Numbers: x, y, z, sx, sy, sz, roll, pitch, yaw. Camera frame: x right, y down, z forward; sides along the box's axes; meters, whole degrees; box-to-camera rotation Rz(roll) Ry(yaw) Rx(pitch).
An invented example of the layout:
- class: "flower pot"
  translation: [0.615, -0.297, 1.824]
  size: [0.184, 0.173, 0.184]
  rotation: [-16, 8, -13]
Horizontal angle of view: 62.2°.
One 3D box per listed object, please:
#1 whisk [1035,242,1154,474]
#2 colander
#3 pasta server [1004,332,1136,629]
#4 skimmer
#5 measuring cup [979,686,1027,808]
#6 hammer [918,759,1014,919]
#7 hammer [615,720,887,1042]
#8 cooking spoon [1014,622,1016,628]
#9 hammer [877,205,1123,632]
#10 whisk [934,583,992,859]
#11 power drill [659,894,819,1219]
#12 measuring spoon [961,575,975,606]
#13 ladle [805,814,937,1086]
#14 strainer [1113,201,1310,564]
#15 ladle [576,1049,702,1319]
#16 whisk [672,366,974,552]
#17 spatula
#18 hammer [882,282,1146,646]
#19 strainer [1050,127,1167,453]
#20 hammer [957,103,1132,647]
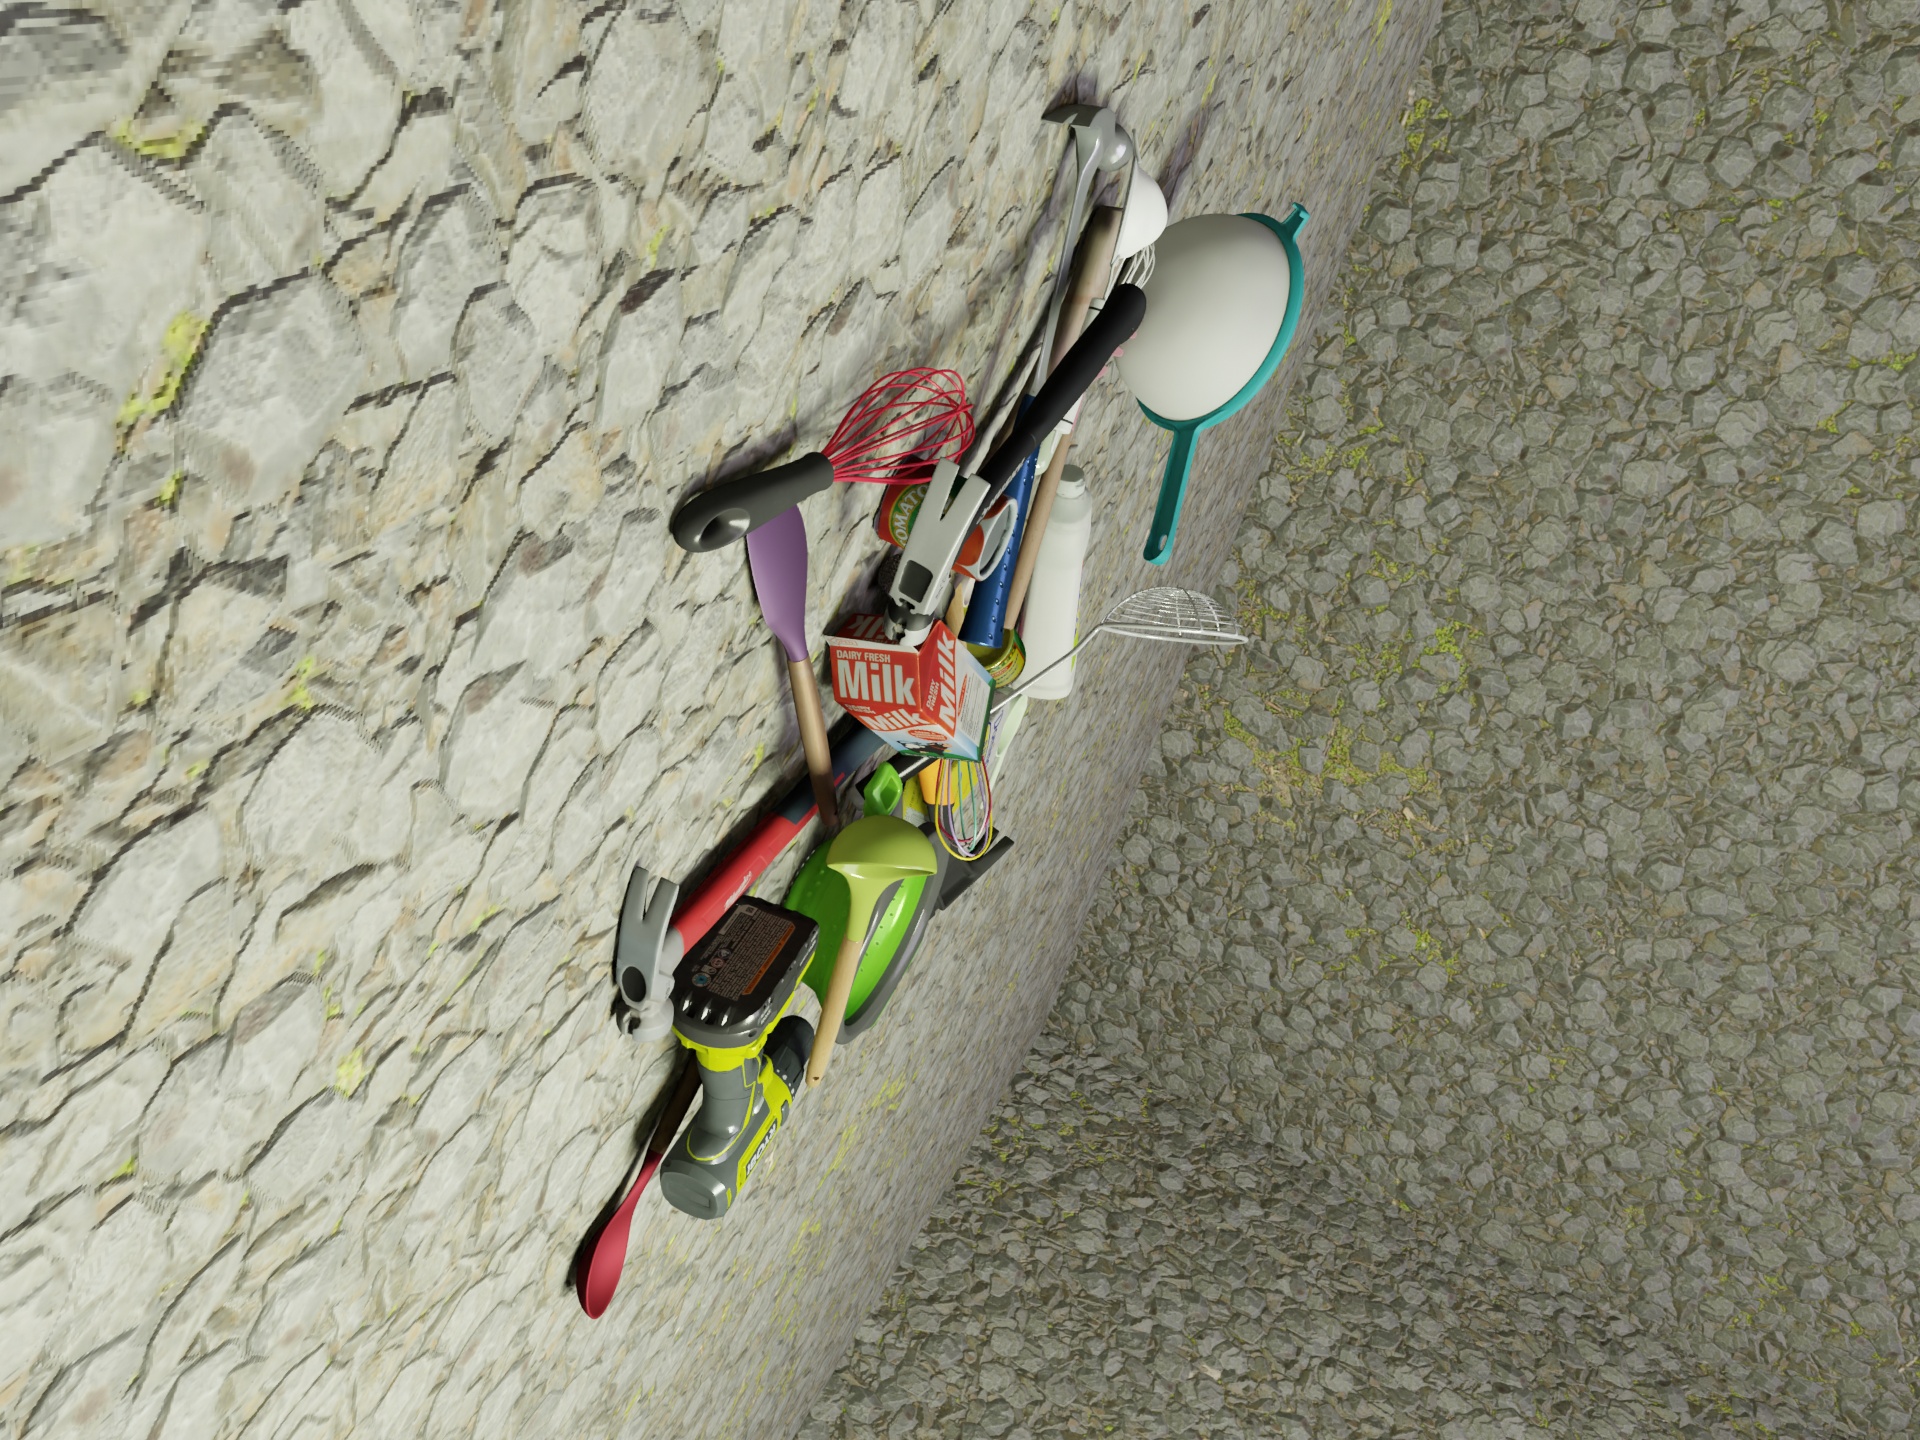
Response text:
- class: "whisk"
  translation: [0.106, -0.321, 1.366]
  size: [0.059, 0.058, 0.246]
  rotation: [32, 77, -42]
- class: "colander"
  translation: [-0.093, 0.126, 1.302]
  size: [0.205, 0.094, 0.396]
  rotation: [-59, 166, -27]
- class: "pasta server"
  translation: [0.092, -0.231, 1.418]
  size: [0.060, 0.040, 0.316]
  rotation: [15, -92, 61]
- class: "skimmer"
  translation: [0.074, -0.006, 1.374]
  size: [0.363, 0.090, 0.127]
  rotation: [-34, 180, -1]
- class: "measuring cup"
  translation: [0.031, 0.032, 1.771]
  size: [0.083, 0.038, 0.167]
  rotation: [-51, 163, -49]
- class: "hammer"
  translation: [-0.016, 0.056, 1.480]
  size: [0.127, 0.034, 0.336]
  rotation: [-40, 147, -23]
- class: "hammer"
  translation: [-0.130, 0.065, 1.171]
  size: [0.386, 0.038, 0.143]
  rotation: [-50, 159, -50]
- class: "cooking spoon"
  translation: [-0.008, -0.018, 1.556]
  size: [0.319, 0.017, 0.068]
  rotation: [-53, 161, -45]
- class: "hammer"
  translation: [0.056, -0.243, 1.296]
  size: [0.411, 0.038, 0.146]
  rotation: [-64, 153, -15]
- class: "whisk"
  translation: [-0.004, -0.005, 1.323]
  size: [0.051, 0.047, 0.245]
  rotation: [89, -3, -73]
- class: "power drill"
  translation: [-0.163, 0.247, 1.230]
  size: [0.191, 0.080, 0.228]
  rotation: [-55, 159, -49]
- class: "measuring spoon"
  translation: [0.017, -0.161, 1.410]
  size: [0.034, 0.018, 0.124]
  rotation: [49, 59, -76]
- class: "ladle"
  translation: [-0.084, 0.188, 1.195]
  size: [0.062, 0.078, 0.320]
  rotation: [-98, -160, -47]
- class: "strainer"
  translation: [0.188, -0.316, 1.444]
  size: [0.095, 0.211, 0.340]
  rotation: [18, 82, -36]
- class: "ladle"
  translation: [-0.230, 0.319, 1.267]
  size: [0.315, 0.031, 0.069]
  rotation: [-65, 166, -11]
- class: "whisk"
  translation: [-0.074, -0.155, 0.948]
  size: [0.296, 0.073, 0.073]
  rotation: [-38, 151, -51]
- class: "spatula"
  translation: [-0.104, -0.029, 1.060]
  size: [0.060, 0.018, 0.315]
  rotation: [-58, 157, -35]
- class: "hammer"
  translation: [0.049, -0.202, 1.086]
  size: [0.335, 0.035, 0.146]
  rotation: [-55, 173, -35]
- class: "strainer"
  translation: [0.116, -0.335, 1.263]
  size: [0.087, 0.050, 0.258]
  rotation: [-70, 179, -83]
- class: "hammer"
  translation: [0.056, -0.254, 1.193]
  size: [0.144, 0.035, 0.405]
  rotation: [-19, 123, -72]
